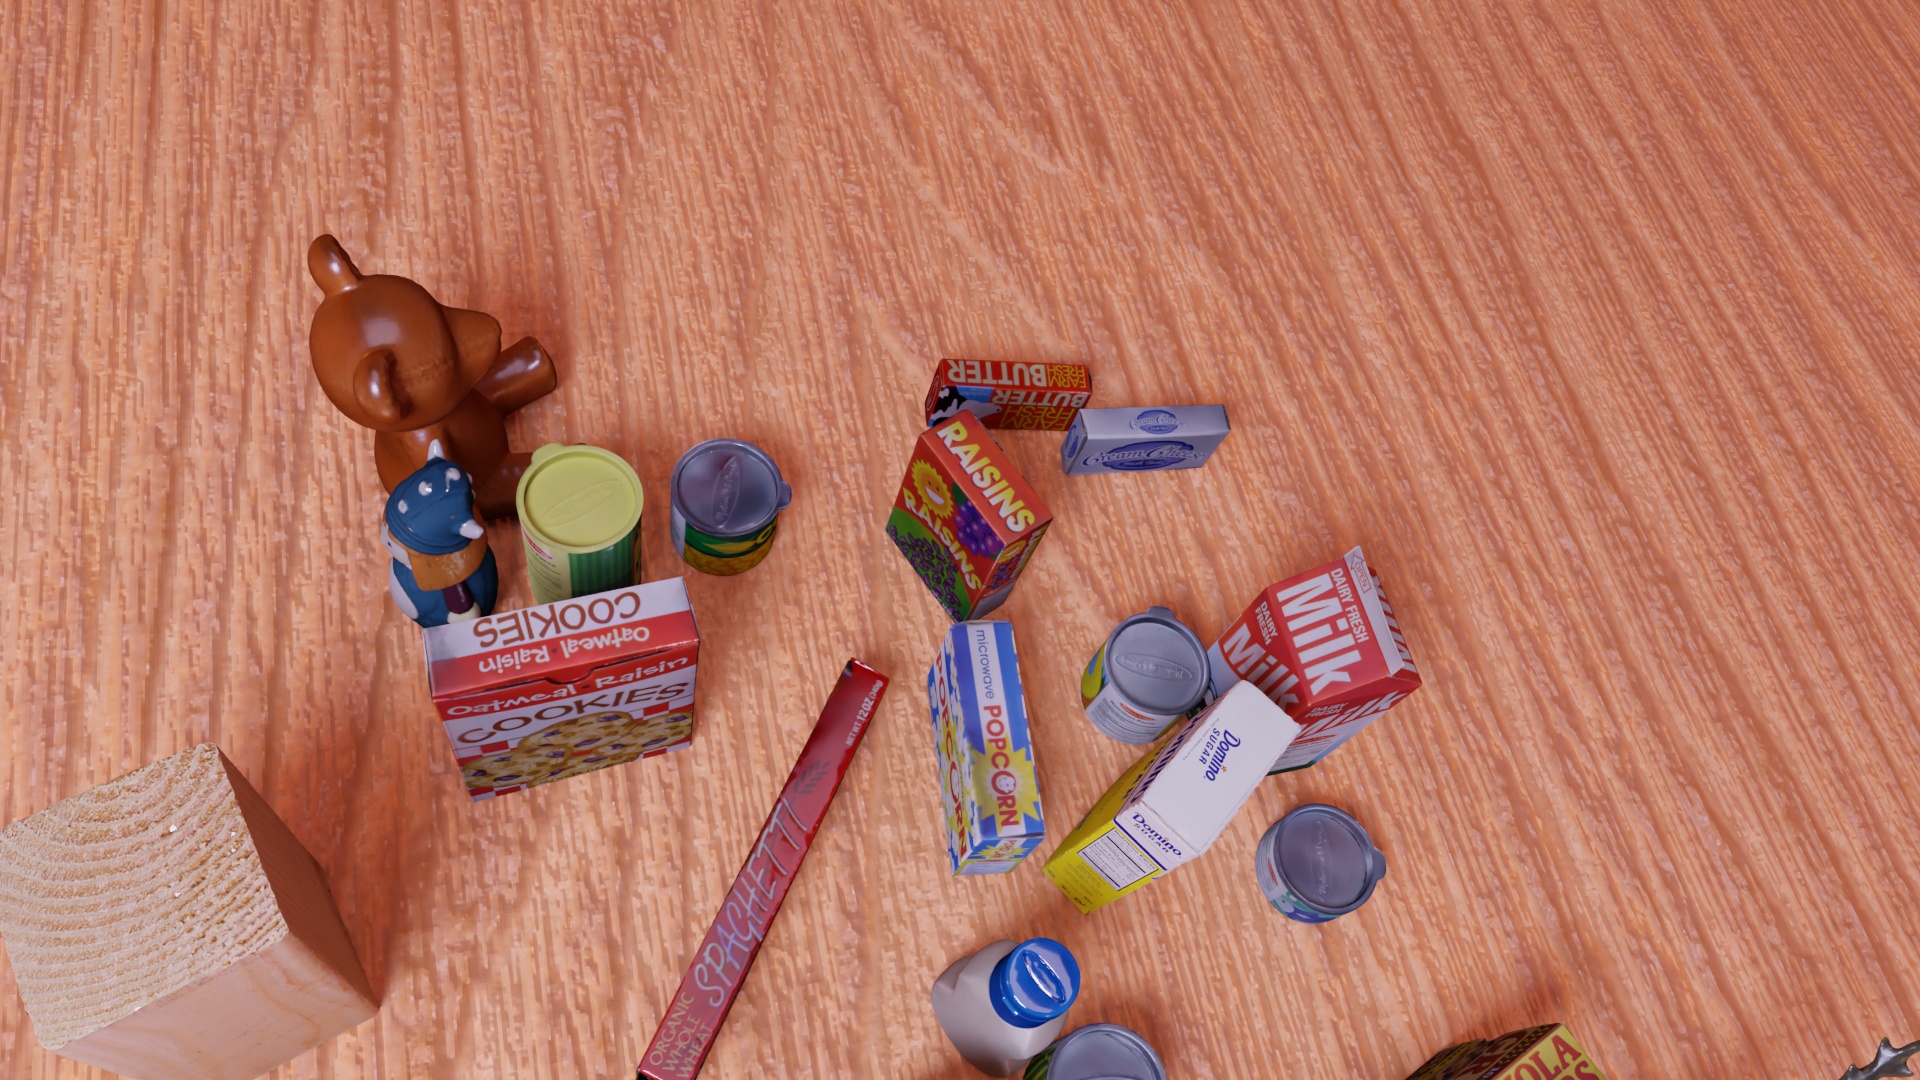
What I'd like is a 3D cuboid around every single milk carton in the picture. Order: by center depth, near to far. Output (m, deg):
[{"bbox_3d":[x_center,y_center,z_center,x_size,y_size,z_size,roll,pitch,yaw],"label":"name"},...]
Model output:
[{"bbox_3d":[0.198,0.075,0.799,0.073,0.189,0.072,-8,66,-16],"label":"milk carton"}]

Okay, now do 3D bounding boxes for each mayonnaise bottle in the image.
[{"bbox_3d":[0.024,0.233,0.702,0.041,0.147,0.065,-34,75,-25],"label":"mayonnaise bottle"}]

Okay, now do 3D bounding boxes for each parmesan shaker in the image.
[{"bbox_3d":[-0.216,-0.003,0.793,0.071,0.102,0.071,5,63,-10],"label":"parmesan shaker"}]

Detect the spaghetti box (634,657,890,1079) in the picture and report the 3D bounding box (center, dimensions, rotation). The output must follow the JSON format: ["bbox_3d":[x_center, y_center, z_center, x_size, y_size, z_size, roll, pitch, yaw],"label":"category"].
[{"bbox_3d":[-0.104,0.180,0.755,0.029,0.050,0.251,26,61,1],"label":"spaghetti box"}]

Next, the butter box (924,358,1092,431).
[{"bbox_3d":[0.031,-0.096,0.927,0.104,0.053,0.024,1,64,-13],"label":"butter box"}]

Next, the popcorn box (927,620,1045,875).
[{"bbox_3d":[0.012,0.119,0.794,0.038,0.084,0.127,-2,64,-14],"label":"popcorn box"}]

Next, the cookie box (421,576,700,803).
[{"bbox_3d":[-0.201,0.081,0.717,0.123,0.166,0.040,-12,67,-18],"label":"cookie box"}]

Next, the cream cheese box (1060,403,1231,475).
[{"bbox_3d":[0.123,-0.067,0.933,0.104,0.053,0.024,-3,65,-15],"label":"cream cheese box"}]

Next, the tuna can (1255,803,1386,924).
[{"bbox_3d":[0.215,0.194,0.832,0.071,0.032,0.071,5,62,-10],"label":"tuna can"}]

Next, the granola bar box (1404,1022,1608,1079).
[{"bbox_3d":[0.236,0.318,0.721,0.166,0.123,0.039,-27,72,-24],"label":"granola bar box"}]

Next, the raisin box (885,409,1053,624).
[{"bbox_3d":[0.003,-0.010,0.836,0.040,0.122,0.086,-30,74,-24],"label":"raisin box"}]

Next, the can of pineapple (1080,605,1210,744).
[{"bbox_3d":[0.113,0.084,0.850,0.071,0.057,0.071,5,62,-10],"label":"can of pineapple"}]

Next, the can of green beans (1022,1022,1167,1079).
[{"bbox_3d":[0.069,0.293,0.733,0.071,0.057,0.071,5,62,-10],"label":"can of green beans"}]

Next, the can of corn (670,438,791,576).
[{"bbox_3d":[-0.141,-0.019,0.844,0.071,0.058,0.071,5,62,-10],"label":"can of corn"}]
